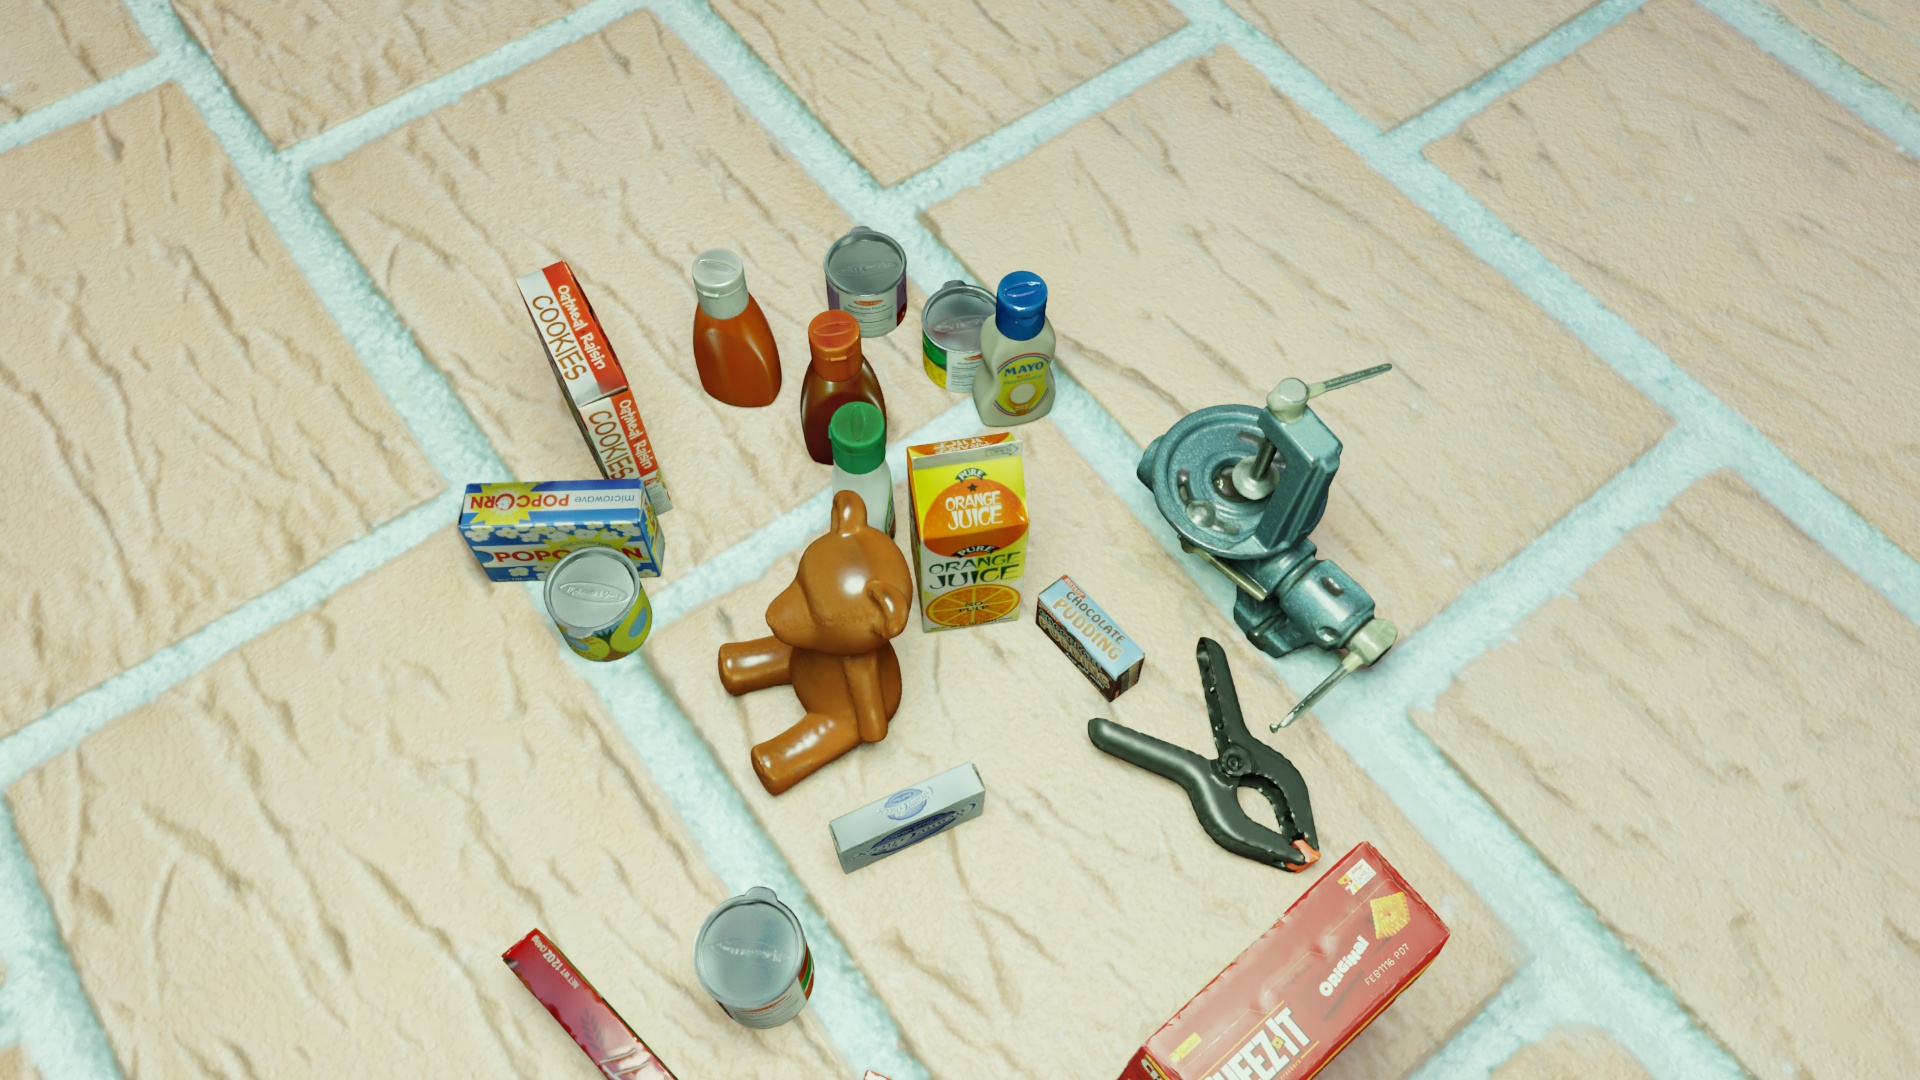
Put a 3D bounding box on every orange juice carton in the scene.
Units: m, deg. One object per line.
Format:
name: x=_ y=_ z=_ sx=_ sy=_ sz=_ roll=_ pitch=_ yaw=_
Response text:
orange juice carton: x=0.003 y=-0.012 z=0.944 sx=0.072 sy=0.191 sz=0.073 roll=-8 pitch=62 yaw=-5

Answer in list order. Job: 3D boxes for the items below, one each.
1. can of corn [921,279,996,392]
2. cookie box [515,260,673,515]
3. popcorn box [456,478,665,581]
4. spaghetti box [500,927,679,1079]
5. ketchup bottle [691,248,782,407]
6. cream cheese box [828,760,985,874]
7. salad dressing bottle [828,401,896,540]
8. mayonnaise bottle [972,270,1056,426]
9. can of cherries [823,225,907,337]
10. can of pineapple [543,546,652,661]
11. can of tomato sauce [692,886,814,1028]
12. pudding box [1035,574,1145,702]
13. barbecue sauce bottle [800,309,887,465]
can of corn: x=0.002 y=-0.161 z=1.100 sx=0.071 sy=0.058 sz=0.071 roll=0 pitch=62 yaw=-1
cookie box: x=-0.261 y=-0.103 z=1.003 sx=0.040 sy=0.166 sz=0.123 roll=-25 pitch=65 yaw=-14
popcorn box: x=-0.283 y=-0.006 z=0.997 sx=0.127 sy=0.085 sz=0.038 roll=-2 pitch=62 yaw=-2
spaghetti box: x=-0.182 y=0.333 z=0.835 sx=0.250 sy=0.050 sz=0.029 roll=40 pitch=68 yaw=18
ketchup bottle: x=-0.173 y=-0.158 z=1.045 sx=0.065 sy=0.148 sz=0.044 roll=12 pitch=62 yaw=5
cream cheese box: x=-0.035 y=0.183 z=0.917 sx=0.104 sy=0.053 sz=0.024 roll=-22 pitch=64 yaw=-12
salad dressing bottle: x=-0.070 y=-0.043 z=0.985 sx=0.044 sy=0.147 sz=0.064 roll=-2 pitch=62 yaw=-2
mayonnaise bottle: x=0.042 y=-0.141 z=1.040 sx=0.065 sy=0.147 sz=0.041 roll=-12 pitch=63 yaw=-7
can of cherries: x=-0.076 y=-0.209 z=1.125 sx=0.071 sy=0.058 sz=0.072 roll=0 pitch=62 yaw=-1
can of pineapple: x=-0.256 y=0.047 z=0.984 sx=0.071 sy=0.057 sz=0.071 roll=0 pitch=62 yaw=-1
can of tomato sauce: x=-0.126 y=0.259 z=0.857 sx=0.071 sy=0.082 sz=0.071 roll=0 pitch=62 yaw=-1
pudding box: x=0.091 y=0.069 z=0.982 sx=0.030 sy=0.049 sz=0.084 roll=-36 pitch=68 yaw=-18
barbecue sauce bottle: x=-0.088 y=-0.110 z=1.020 sx=0.065 sy=0.148 sz=0.044 roll=-9 pitch=62 yaw=-5
